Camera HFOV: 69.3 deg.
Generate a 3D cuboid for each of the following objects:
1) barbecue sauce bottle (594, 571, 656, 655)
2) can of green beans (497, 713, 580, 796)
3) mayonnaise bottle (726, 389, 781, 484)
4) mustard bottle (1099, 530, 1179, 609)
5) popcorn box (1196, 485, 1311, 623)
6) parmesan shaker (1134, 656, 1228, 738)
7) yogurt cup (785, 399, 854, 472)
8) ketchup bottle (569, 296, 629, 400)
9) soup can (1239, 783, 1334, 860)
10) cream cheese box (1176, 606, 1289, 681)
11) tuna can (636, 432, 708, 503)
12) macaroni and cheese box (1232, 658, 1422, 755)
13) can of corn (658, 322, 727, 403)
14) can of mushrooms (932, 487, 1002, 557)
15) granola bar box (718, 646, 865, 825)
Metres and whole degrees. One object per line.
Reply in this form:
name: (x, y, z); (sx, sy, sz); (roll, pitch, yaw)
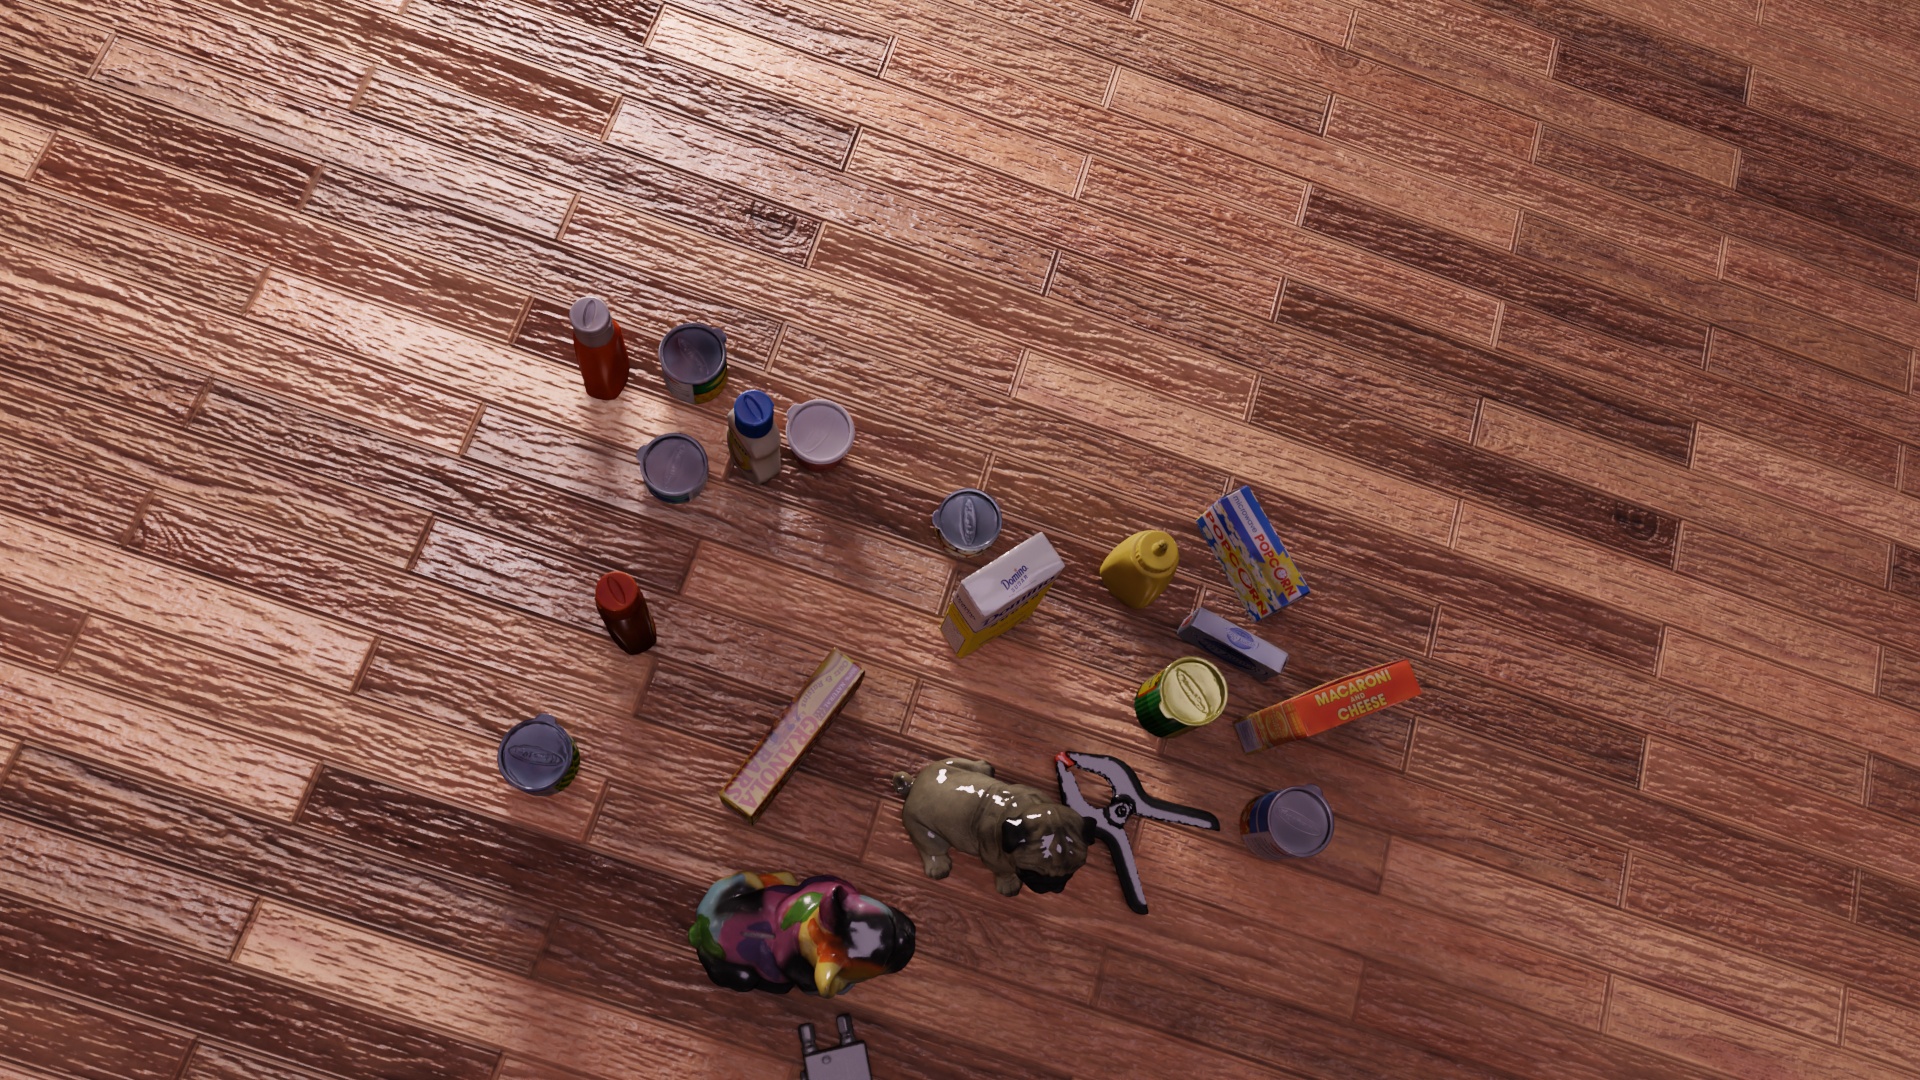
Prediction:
barbecue sauce bottle: (-0.310, 0.063, 1.279); (0.044, 0.148, 0.065); (-28, 80, -14)
can of green beans: (-0.386, 0.200, 1.277); (0.071, 0.057, 0.071); (2, 74, -8)
mayonnaise bottle: (-0.200, -0.103, 1.341); (0.041, 0.147, 0.065); (-33, 82, -15)
mustard bottle: (0.181, 0.023, 1.355); (0.065, 0.159, 0.049); (44, 74, 5)
popcorn box: (0.296, 0.015, 1.413); (0.038, 0.085, 0.127); (-26, 80, -14)
parmesan shaker: (0.210, 0.156, 1.352); (0.071, 0.102, 0.071); (2, 75, -8)
yogurt cup: (-0.142, -0.102, 1.399); (0.072, 0.053, 0.072); (2, 74, -8)
ketchup bottle: (-0.349, -0.189, 1.343); (0.043, 0.148, 0.065); (9, 74, -6)
soup can: (0.316, 0.272, 1.345); (0.071, 0.083, 0.071); (2, 75, -8)
cream cheese box: (0.274, 0.105, 1.401); (0.104, 0.053, 0.024); (28, 73, 0)
tuna can: (-0.286, -0.072, 1.380); (0.071, 0.032, 0.071); (2, 74, -8)
macaroni and cheese box: (0.348, 0.162, 1.337); (0.124, 0.166, 0.040); (-18, 78, -12)
can of corn: (-0.266, -0.179, 1.400); (0.071, 0.058, 0.071); (2, 74, -8)
can of mushrooms: (0.005, -0.018, 1.407); (0.071, 0.033, 0.071); (2, 74, -8)
granola bar box: (-0.155, 0.183, 1.280); (0.039, 0.124, 0.166); (37, 73, 3)
